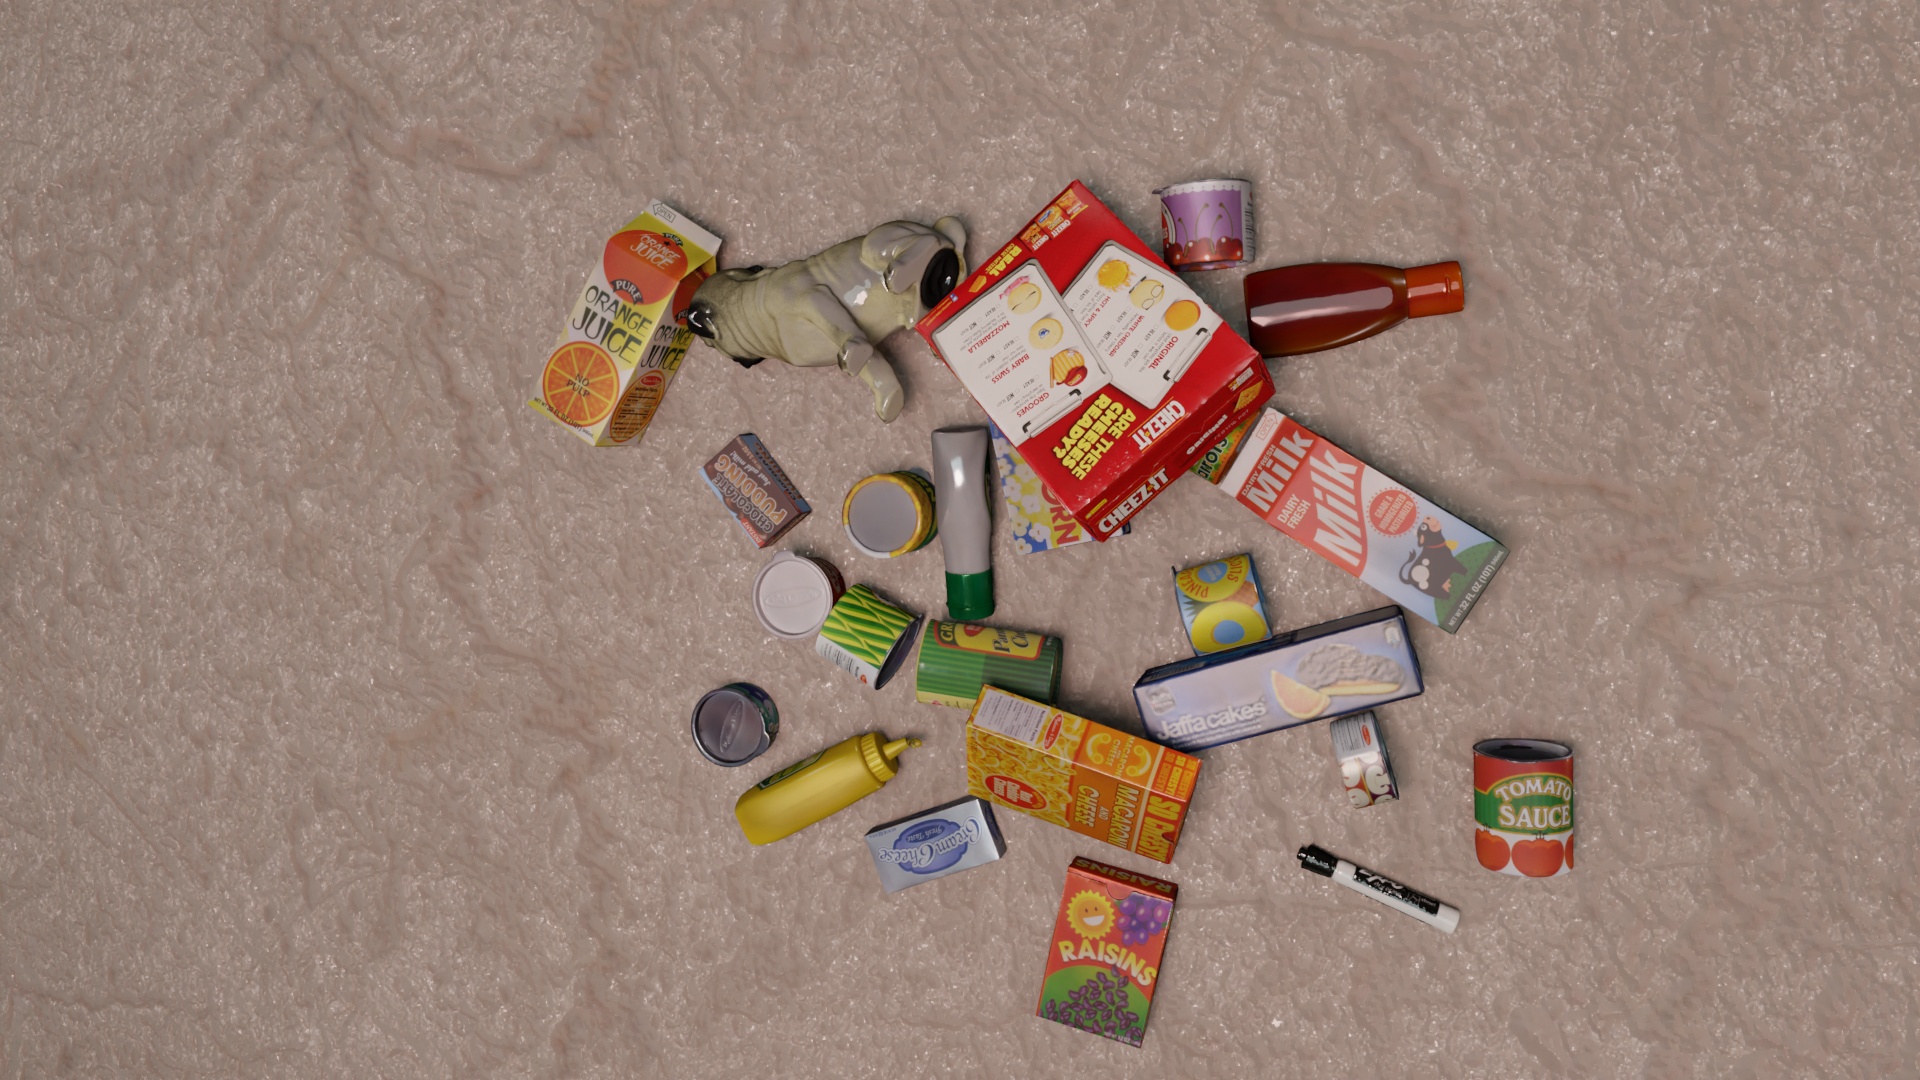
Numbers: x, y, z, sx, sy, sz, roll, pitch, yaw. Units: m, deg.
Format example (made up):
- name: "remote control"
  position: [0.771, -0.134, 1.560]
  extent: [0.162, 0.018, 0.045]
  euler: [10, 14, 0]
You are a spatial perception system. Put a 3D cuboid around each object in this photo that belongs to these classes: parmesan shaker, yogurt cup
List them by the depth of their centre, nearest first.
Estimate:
- name: "parmesan shaker"
  position: [0.024, 0.100, 1.072]
  extent: [0.103, 0.071, 0.071]
  euler: [7, 96, 11]
- name: "yogurt cup"
  position: [-0.126, 0.043, 1.114]
  extent: [0.072, 0.054, 0.072]
  euler: [1, 95, 15]

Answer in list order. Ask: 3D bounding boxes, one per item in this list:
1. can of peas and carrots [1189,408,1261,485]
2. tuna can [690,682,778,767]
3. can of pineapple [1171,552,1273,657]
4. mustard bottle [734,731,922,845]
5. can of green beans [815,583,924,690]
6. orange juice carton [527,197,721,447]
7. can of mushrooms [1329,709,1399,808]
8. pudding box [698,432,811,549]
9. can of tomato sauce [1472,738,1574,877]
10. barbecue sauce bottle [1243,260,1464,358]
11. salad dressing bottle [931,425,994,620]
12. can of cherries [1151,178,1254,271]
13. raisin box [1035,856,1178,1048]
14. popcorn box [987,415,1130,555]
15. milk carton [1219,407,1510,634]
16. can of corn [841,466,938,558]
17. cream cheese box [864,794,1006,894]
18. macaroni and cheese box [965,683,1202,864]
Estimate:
- name: "can of peas and carrots"
  position: [0.178, -0.080, 1.015]
  extent: [0.059, 0.071, 0.071]
  euler: [31, 102, 10]
- name: "tuna can"
  position: [-0.184, 0.153, 1.148]
  extent: [0.071, 0.033, 0.071]
  euler: [1, 95, 15]
- name: "can of pineapple"
  position: [0.193, 0.046, 1.021]
  extent: [0.058, 0.071, 0.071]
  euler: [-16, 90, 15]
- name: "mustard bottle"
  position: [-0.102, 0.191, 1.116]
  extent: [0.160, 0.065, 0.049]
  euler: [-28, 92, 10]
- name: "can of green beans"
  position: [-0.073, 0.075, 1.096]
  extent: [0.058, 0.071, 0.071]
  euler: [31, 101, 12]
- name: "orange juice carton"
  position: [-0.264, -0.175, 1.125]
  extent: [0.072, 0.073, 0.192]
  euler: [32, 101, 11]
- name: "can of mushrooms"
  position: [0.293, 0.161, 1.005]
  extent: [0.033, 0.071, 0.071]
  euler: [-18, 90, 16]
- name: "pudding box"
  position: [-0.168, -0.040, 1.131]
  extent: [0.049, 0.030, 0.084]
  euler: [-39, 84, 15]
- name: "can of tomato sauce"
  position: [0.396, 0.187, 0.976]
  extent: [0.071, 0.071, 0.083]
  euler: [-1, 94, 15]
- name: "barbecue sauce bottle"
  position: [0.281, -0.171, 0.995]
  extent: [0.148, 0.044, 0.065]
  euler: [-7, 93, 15]
- name: "salad dressing bottle"
  position: [0.004, -0.013, 1.074]
  extent: [0.044, 0.064, 0.147]
  euler: [-5, 102, -6]
- name: "can of cherries"
  position: [0.176, -0.227, 1.007]
  extent: [0.071, 0.071, 0.058]
  euler: [-2, 95, 15]
- name: "raisin box"
  position: [0.114, 0.318, 1.078]
  extent: [0.086, 0.040, 0.123]
  euler: [14, 97, 15]
- name: "popcorn box"
  position: [0.074, -0.058, 1.061]
  extent: [0.085, 0.038, 0.126]
  euler: [-12, 91, 15]
- name: "milk carton"
  position: [0.284, -0.017, 0.989]
  extent: [0.191, 0.073, 0.072]
  euler: [32, 102, 11]
- name: "can of corn"
  position: [-0.052, -0.023, 1.087]
  extent: [0.071, 0.058, 0.071]
  euler: [1, 95, 15]
- name: "cream cheese box"
  position: [-0.020, 0.243, 1.116]
  extent: [0.103, 0.024, 0.053]
  euler: [-22, 90, 16]
- name: "macaroni and cheese box"
  position: [0.088, 0.177, 1.035]
  extent: [0.166, 0.123, 0.040]
  euler: [18, 59, 13]
